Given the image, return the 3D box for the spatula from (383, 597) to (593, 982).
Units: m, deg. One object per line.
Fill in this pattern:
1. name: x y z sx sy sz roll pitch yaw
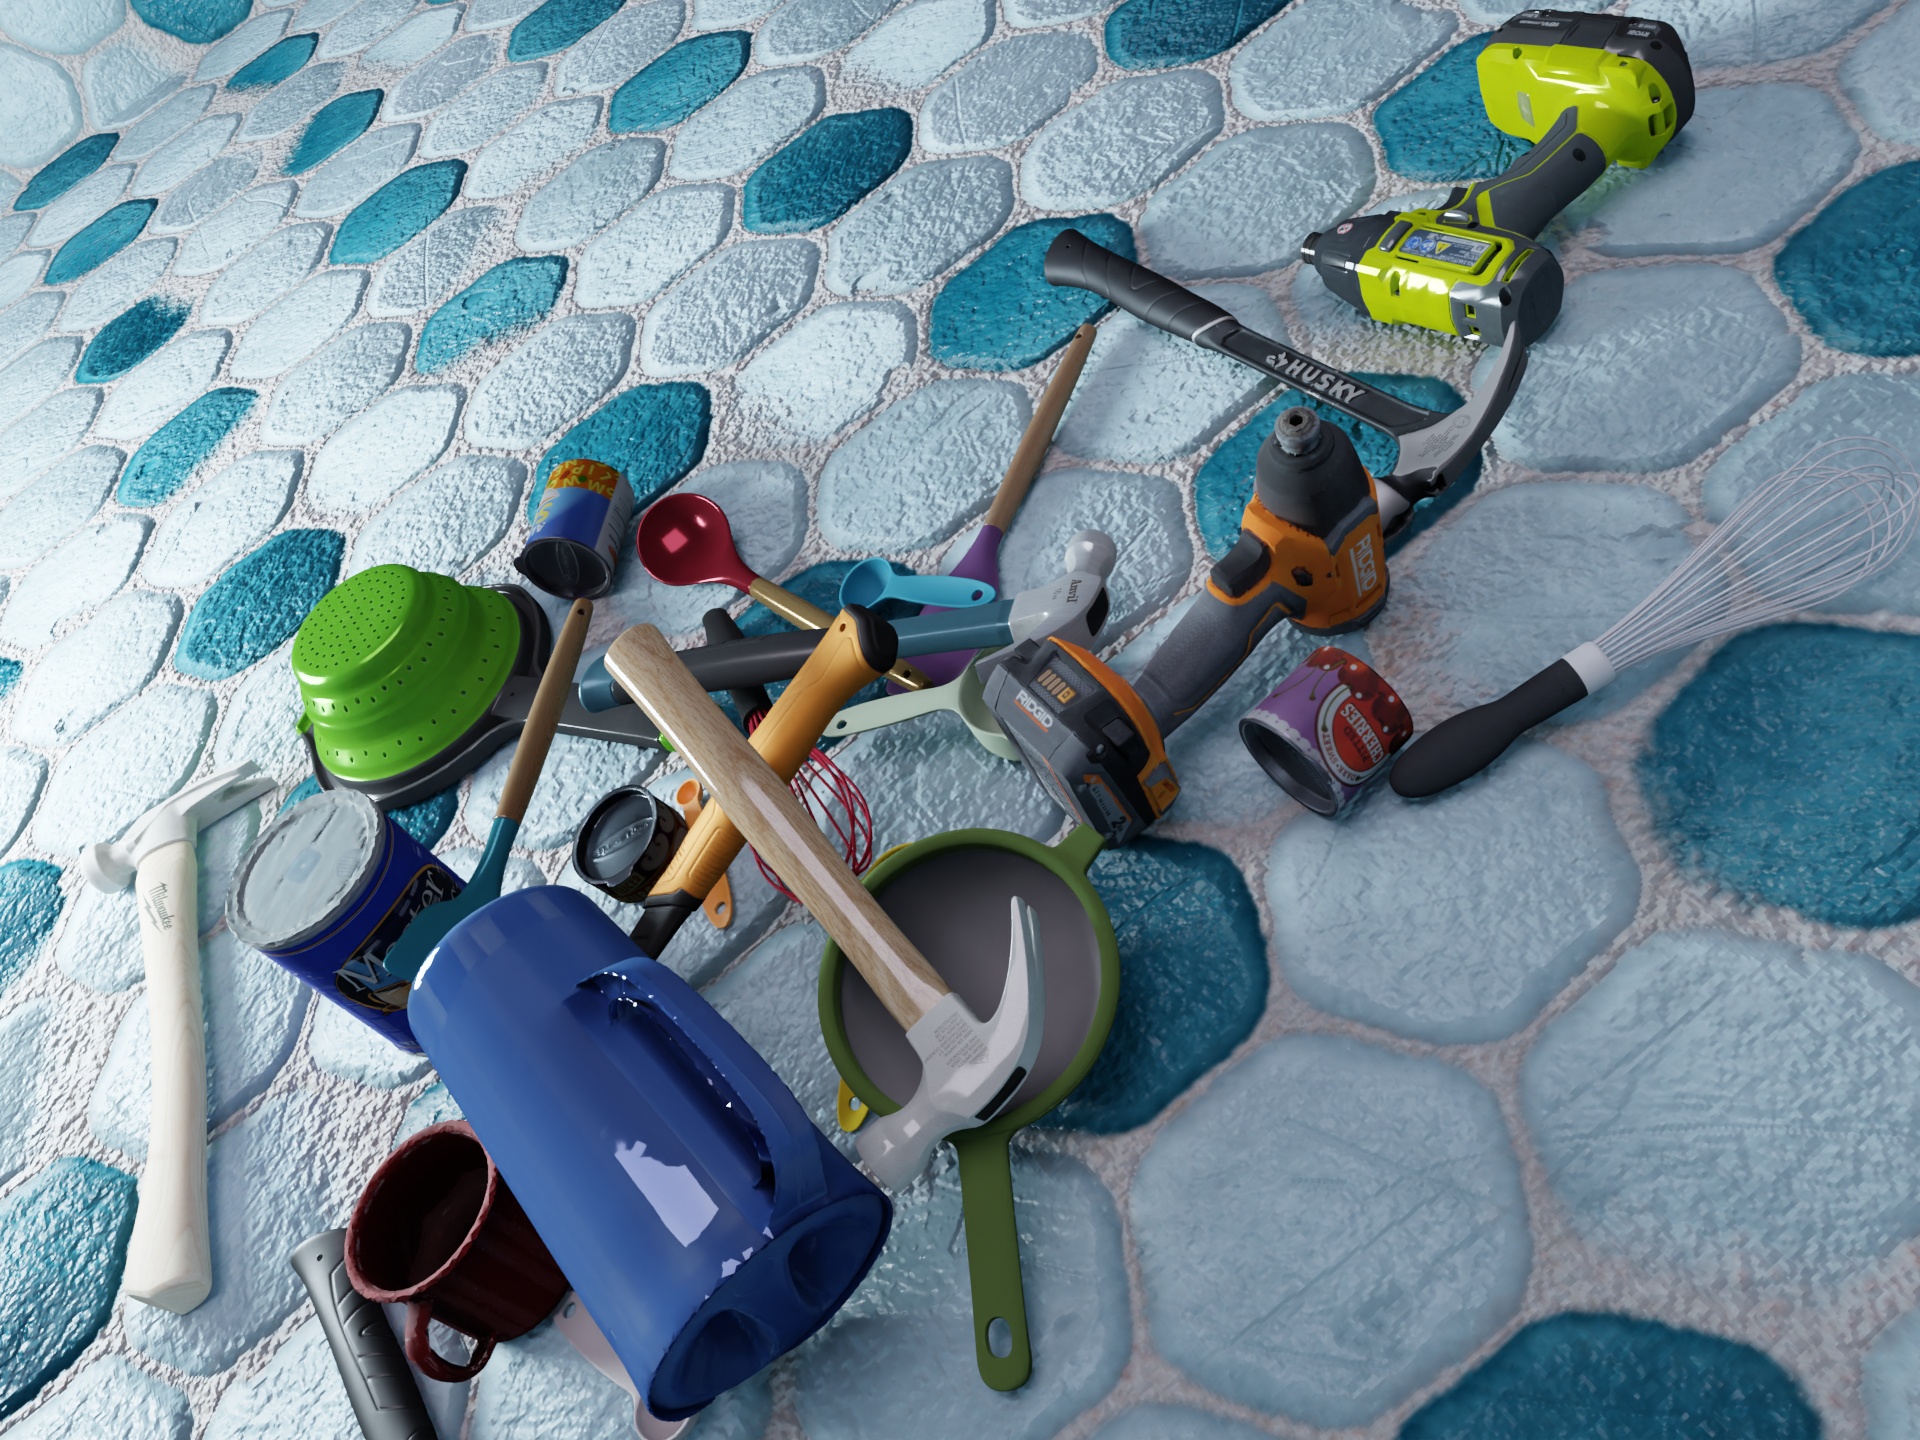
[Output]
1. spatula: -0.261 0.037 0.956 0.044 0.082 0.318 -51 24 45

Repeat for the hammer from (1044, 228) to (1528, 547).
1. hammer: 0.181 -0.250 1.027 0.149 0.036 0.409 -44 45 -2

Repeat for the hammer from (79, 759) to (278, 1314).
1. hammer: -0.504 0.192 1.038 0.146 0.038 0.411 -31 46 0

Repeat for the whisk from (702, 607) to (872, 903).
1. whisk: -0.116 0.012 0.964 0.073 0.073 0.296 -33 41 0

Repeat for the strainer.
1. strainer: 0.016 0.181 0.761 0.151 0.069 0.257 -12 67 14

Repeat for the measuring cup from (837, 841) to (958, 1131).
1. measuring cup: -0.035 0.142 0.842 0.062 0.029 0.157 5 68 26

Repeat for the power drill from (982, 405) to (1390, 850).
1. power drill: 0.123 -0.053 0.814 0.226 0.164 0.084 -42 57 -5

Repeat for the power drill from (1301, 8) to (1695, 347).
1. power drill: 0.335 -0.339 0.997 0.171 0.080 0.223 30 75 41

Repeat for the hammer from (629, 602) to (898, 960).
1. hammer: -0.146 0.076 0.869 0.337 0.034 0.127 -54 46 7

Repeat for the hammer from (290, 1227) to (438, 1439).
1. hammer: -0.264 0.371 0.763 0.146 0.035 0.335 -41 46 -9

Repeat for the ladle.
1. ladle: -0.120 -0.081 1.055 0.316 0.031 0.069 31 87 42

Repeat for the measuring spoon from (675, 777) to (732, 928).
1. measuring spoon: -0.152 0.080 0.960 0.021 0.011 0.117 -35 48 13

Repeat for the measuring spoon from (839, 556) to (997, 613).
1. measuring spoon: -0.023 -0.078 1.004 0.129 0.021 0.042 9 68 40

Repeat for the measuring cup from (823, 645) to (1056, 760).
1. measuring cup: -0.001 -0.003 0.928 0.167 0.038 0.083 -12 49 22

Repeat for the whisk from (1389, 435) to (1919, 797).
1. whisk: 0.332 -0.044 0.771 0.284 0.070 0.070 -32 46 7

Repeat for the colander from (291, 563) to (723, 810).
1. colander: -0.335 -0.036 1.091 0.397 0.094 0.205 7 58 32

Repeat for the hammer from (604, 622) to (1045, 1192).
1. hammer: -0.079 0.062 0.786 0.130 0.031 0.332 -43 61 -1

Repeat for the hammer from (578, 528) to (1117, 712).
1. hammer: -0.075 -0.043 0.937 0.331 0.033 0.128 -8 36 20

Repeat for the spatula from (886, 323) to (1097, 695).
1. spatula: 0.032 -0.143 1.036 0.060 0.018 0.316 3 57 36

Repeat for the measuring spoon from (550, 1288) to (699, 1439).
1. measuring spoon: -0.164 0.312 0.775 0.124 0.018 0.034 19 66 45
